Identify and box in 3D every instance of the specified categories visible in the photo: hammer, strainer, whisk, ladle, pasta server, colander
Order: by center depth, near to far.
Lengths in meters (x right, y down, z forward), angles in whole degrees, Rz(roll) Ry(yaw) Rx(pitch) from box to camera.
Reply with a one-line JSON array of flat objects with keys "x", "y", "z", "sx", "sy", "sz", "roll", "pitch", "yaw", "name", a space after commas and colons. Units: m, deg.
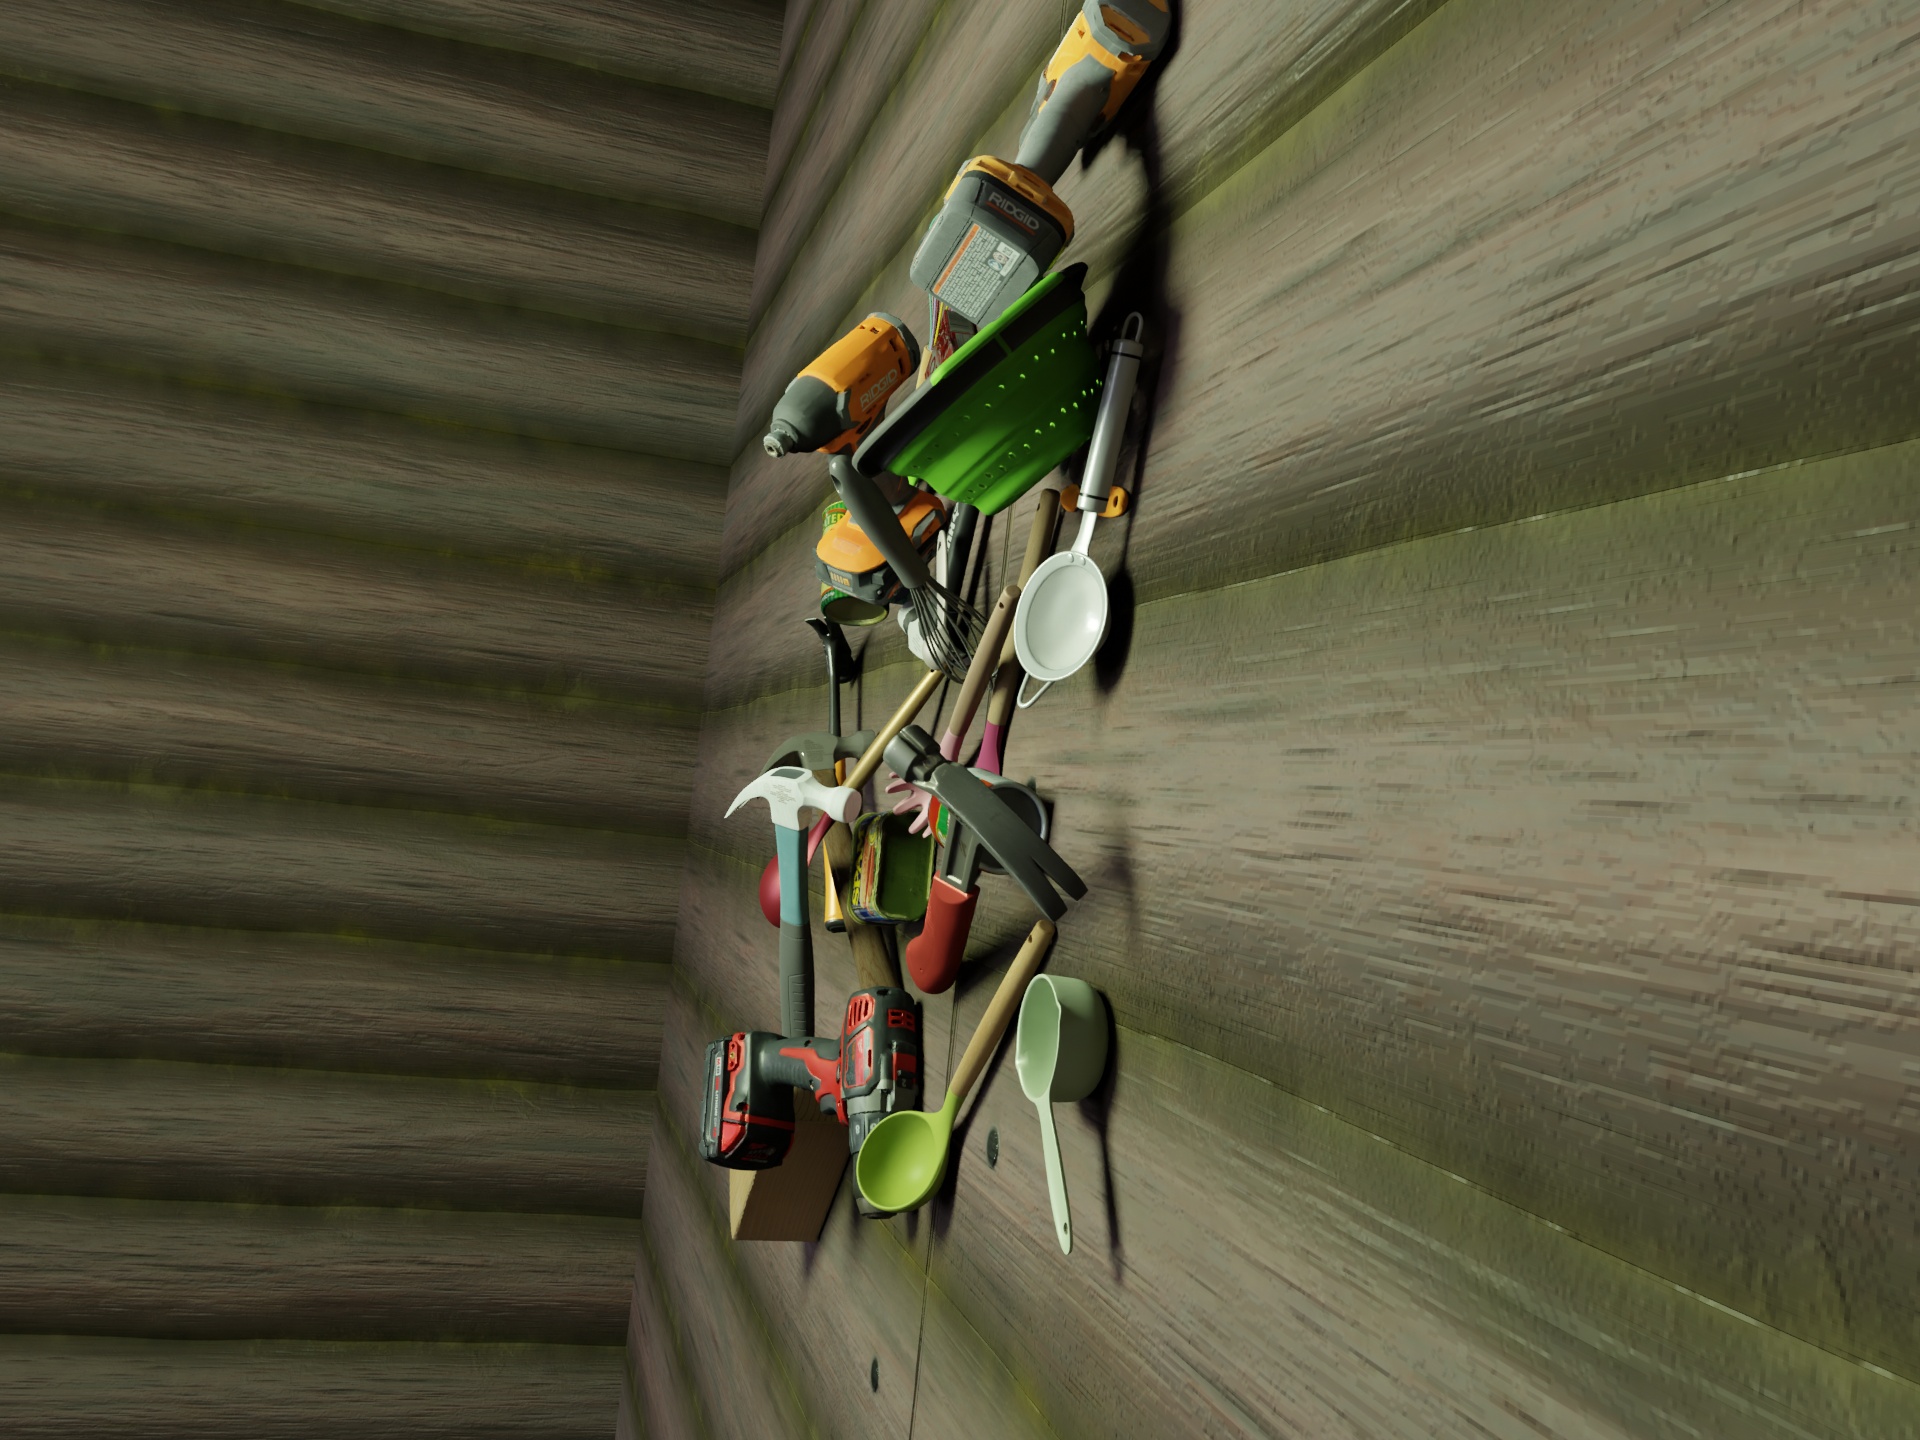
[{"x": 0.085, "y": -0.131, "z": 1.016, "sx": 0.087, "sy": 0.050, "sz": 0.258, "roll": 25, "pitch": 106, "yaw": 50, "name": "strainer"}, {"x": 0.001, "y": 0.131, "z": 1.100, "sx": 0.149, "sy": 0.037, "sz": 0.358, "roll": 44, "pitch": 159, "yaw": 16, "name": "hammer"}, {"x": -0.004, "y": 0.251, "z": 1.149, "sx": 0.078, "sy": 0.062, "sz": 0.320, "roll": -109, "pitch": 32, "yaw": -43, "name": "ladle"}, {"x": 0.019, "y": -0.204, "z": 1.152, "sx": 0.204, "sy": 0.094, "sz": 0.397, "roll": -41, "pitch": 5, "yaw": -8, "name": "colander"}, {"x": -0.032, "y": -0.106, "z": 1.187, "sx": 0.238, "sy": 0.055, "sz": 0.055, "roll": 54, "pitch": -165, "yaw": -38, "name": "whisk"}, {"x": -0.002, "y": -0.004, "z": 1.234, "sx": 0.060, "sy": 0.040, "sz": 0.316, "roll": 49, "pitch": 150, "yaw": 17, "name": "pasta server"}, {"x": 0.014, "y": -0.204, "z": 1.314, "sx": 0.146, "sy": 0.035, "sz": 0.334, "roll": -126, "pitch": 47, "yaw": -62, "name": "hammer"}, {"x": -0.148, "y": 0.190, "z": 1.434, "sx": 0.033, "sy": 0.128, "sz": 0.330, "roll": -37, "pitch": -44, "yaw": -50, "name": "hammer"}, {"x": -0.100, "y": 0.065, "z": 1.442, "sx": 0.315, "sy": 0.031, "sz": 0.069, "roll": -53, "pitch": 42, "yaw": 19, "name": "ladle"}, {"x": -0.022, "y": -0.373, "z": 1.516, "sx": 0.047, "sy": 0.051, "sz": 0.244, "roll": -111, "pitch": 29, "yaw": -49, "name": "whisk"}, {"x": -0.113, "y": 0.135, "z": 1.517, "sx": 0.031, "sy": 0.130, "sz": 0.332, "roll": 99, "pitch": 159, "yaw": -44, "name": "hammer"}, {"x": -0.132, "y": 0.057, "z": 1.673, "sx": 0.127, "sy": 0.034, "sz": 0.337, "roll": 74, "pitch": -168, "yaw": -65, "name": "hammer"}]

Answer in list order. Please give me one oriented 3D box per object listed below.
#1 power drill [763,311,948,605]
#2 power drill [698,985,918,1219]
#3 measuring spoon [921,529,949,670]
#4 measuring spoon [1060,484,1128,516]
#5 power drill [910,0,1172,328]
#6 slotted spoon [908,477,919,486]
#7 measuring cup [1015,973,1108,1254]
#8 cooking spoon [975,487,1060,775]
[{"x": -0.091, "y": -0.210, "z": 1.352, "sx": 0.164, "sy": 0.084, "sz": 0.226, "roll": -47, "pitch": -35, "yaw": -30, "name": "power drill"}, {"x": -0.125, "y": 0.340, "z": 1.374, "sx": 0.226, "sy": 0.080, "sz": 0.188, "roll": -22, "pitch": 58, "yaw": 38, "name": "power drill"}, {"x": -0.021, "y": -0.100, "z": 1.294, "sx": 0.034, "sy": 0.018, "sz": 0.124, "roll": 137, "pitch": 137, "yaw": -61, "name": "measuring spoon"}, {"x": 0.089, "y": -0.150, "z": 1.076, "sx": 0.117, "sy": 0.011, "sz": 0.021, "roll": -148, "pitch": 66, "yaw": -72, "name": "measuring spoon"}, {"x": 0.051, "y": -0.379, "z": 1.093, "sx": 0.226, "sy": 0.084, "sz": 0.185, "roll": -62, "pitch": 10, "yaw": -19, "name": "power drill"}, {"x": -0.034, "y": -0.244, "z": 1.459, "sx": 0.313, "sy": 0.031, "sz": 0.070, "roll": 133, "pitch": 140, "yaw": -73, "name": "slotted spoon"}, {"x": 0.067, "y": 0.231, "z": 0.940, "sx": 0.083, "sy": 0.038, "sz": 0.168, "roll": 118, "pitch": 153, "yaw": -51, "name": "measuring cup"}, {"x": 0.033, "y": -0.023, "z": 1.206, "sx": 0.069, "sy": 0.017, "sz": 0.318, "roll": -114, "pitch": 34, "yaw": -63, "name": "cooking spoon"}]
